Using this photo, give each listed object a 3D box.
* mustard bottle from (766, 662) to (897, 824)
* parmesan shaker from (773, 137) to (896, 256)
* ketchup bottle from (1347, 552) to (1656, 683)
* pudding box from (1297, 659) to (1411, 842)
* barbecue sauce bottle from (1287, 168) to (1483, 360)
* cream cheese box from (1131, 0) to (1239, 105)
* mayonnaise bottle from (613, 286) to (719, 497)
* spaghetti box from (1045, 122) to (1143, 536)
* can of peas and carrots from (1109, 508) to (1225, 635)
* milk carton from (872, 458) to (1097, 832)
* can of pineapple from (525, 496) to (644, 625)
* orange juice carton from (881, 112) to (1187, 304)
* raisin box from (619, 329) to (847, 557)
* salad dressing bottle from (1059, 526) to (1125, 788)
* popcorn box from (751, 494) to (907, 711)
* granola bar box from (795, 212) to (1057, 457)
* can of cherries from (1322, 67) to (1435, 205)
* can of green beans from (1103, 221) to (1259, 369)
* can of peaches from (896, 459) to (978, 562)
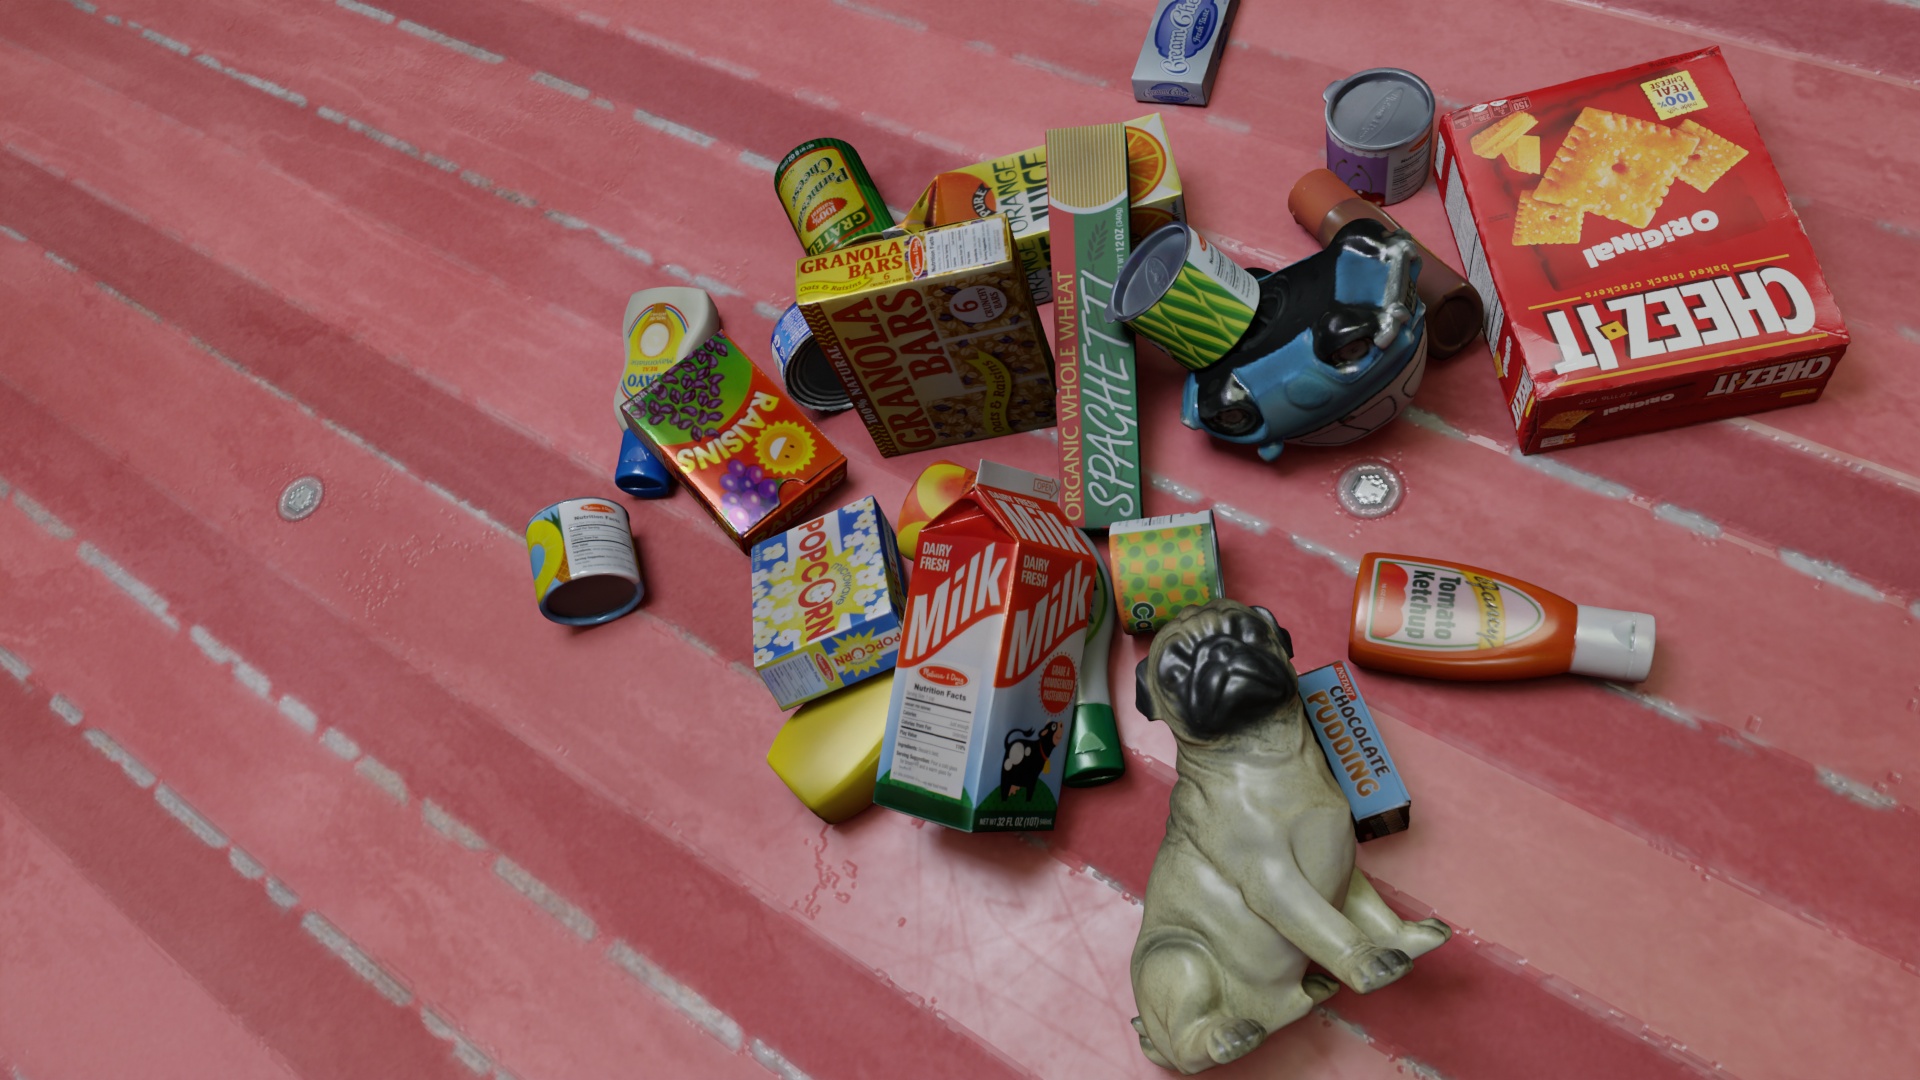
[{"bbox_3d":[-0.036,0.090,0.801,0.160,0.048,0.065,-43,57,-9],"label":"mustard bottle"},{"bbox_3d":[-0.085,-0.220,0.961,0.071,0.071,0.103,-27,60,1],"label":"parmesan shaker"},{"bbox_3d":[0.286,0.047,0.740,0.149,0.043,0.065,8,66,18],"label":"ketchup bottle"},{"bbox_3d":[0.205,0.110,0.726,0.030,0.049,0.084,-21,61,6],"label":"pudding box"},{"bbox_3d":[0.256,-0.175,0.851,0.043,0.064,0.149,-38,51,8],"label":"barbecue sauce bottle"},{"bbox_3d":[0.161,-0.357,0.988,0.053,0.024,0.104,10,67,21],"label":"cream cheese box"},{"bbox_3d":[-0.205,-0.102,0.948,0.065,0.041,0.148,-1,64,11],"label":"mayonnaise bottle"},{"bbox_3d":[0.081,-0.127,0.841,0.050,0.028,0.250,-3,85,10],"label":"spaghetti box"},{"bbox_3d":[0.118,0.021,0.785,0.059,0.070,0.071,-8,63,12],"label":"can of peas and carrots"},{"bbox_3d":[0.017,0.055,0.747,0.073,0.072,0.190,7,86,42],"label":"milk carton"},{"bbox_3d":[-0.240,0.015,0.885,0.071,0.070,0.058,-22,61,4],"label":"can of pineapple"},{"bbox_3d":[0.049,-0.206,0.915,0.193,0.071,0.073,-14,61,8],"label":"orange juice carton"},{"bbox_3d":[-0.144,-0.063,0.890,0.086,0.040,0.123,-40,76,-17],"label":"raisin box"},{"bbox_3d":[0.062,0.065,0.790,0.064,0.043,0.148,-8,64,-3],"label":"salad dressing bottle"},{"bbox_3d":[-0.077,0.034,0.817,0.085,0.038,0.127,-22,34,5],"label":"popcorn box"},{"bbox_3d":[-0.013,-0.118,0.833,0.124,0.165,0.039,-10,60,10],"label":"granola bar box"},{"bbox_3d":[0.266,-0.259,0.891,0.071,0.058,0.072,-6,64,13],"label":"can of cherries"},{"bbox_3d":[0.129,-0.140,0.800,0.071,0.058,0.071,-43,29,32],"label":"can of green beans"},{"bbox_3d":[0.003,-0.010,0.829,0.058,0.071,0.071,24,72,25],"label":"can of peaches"}]
